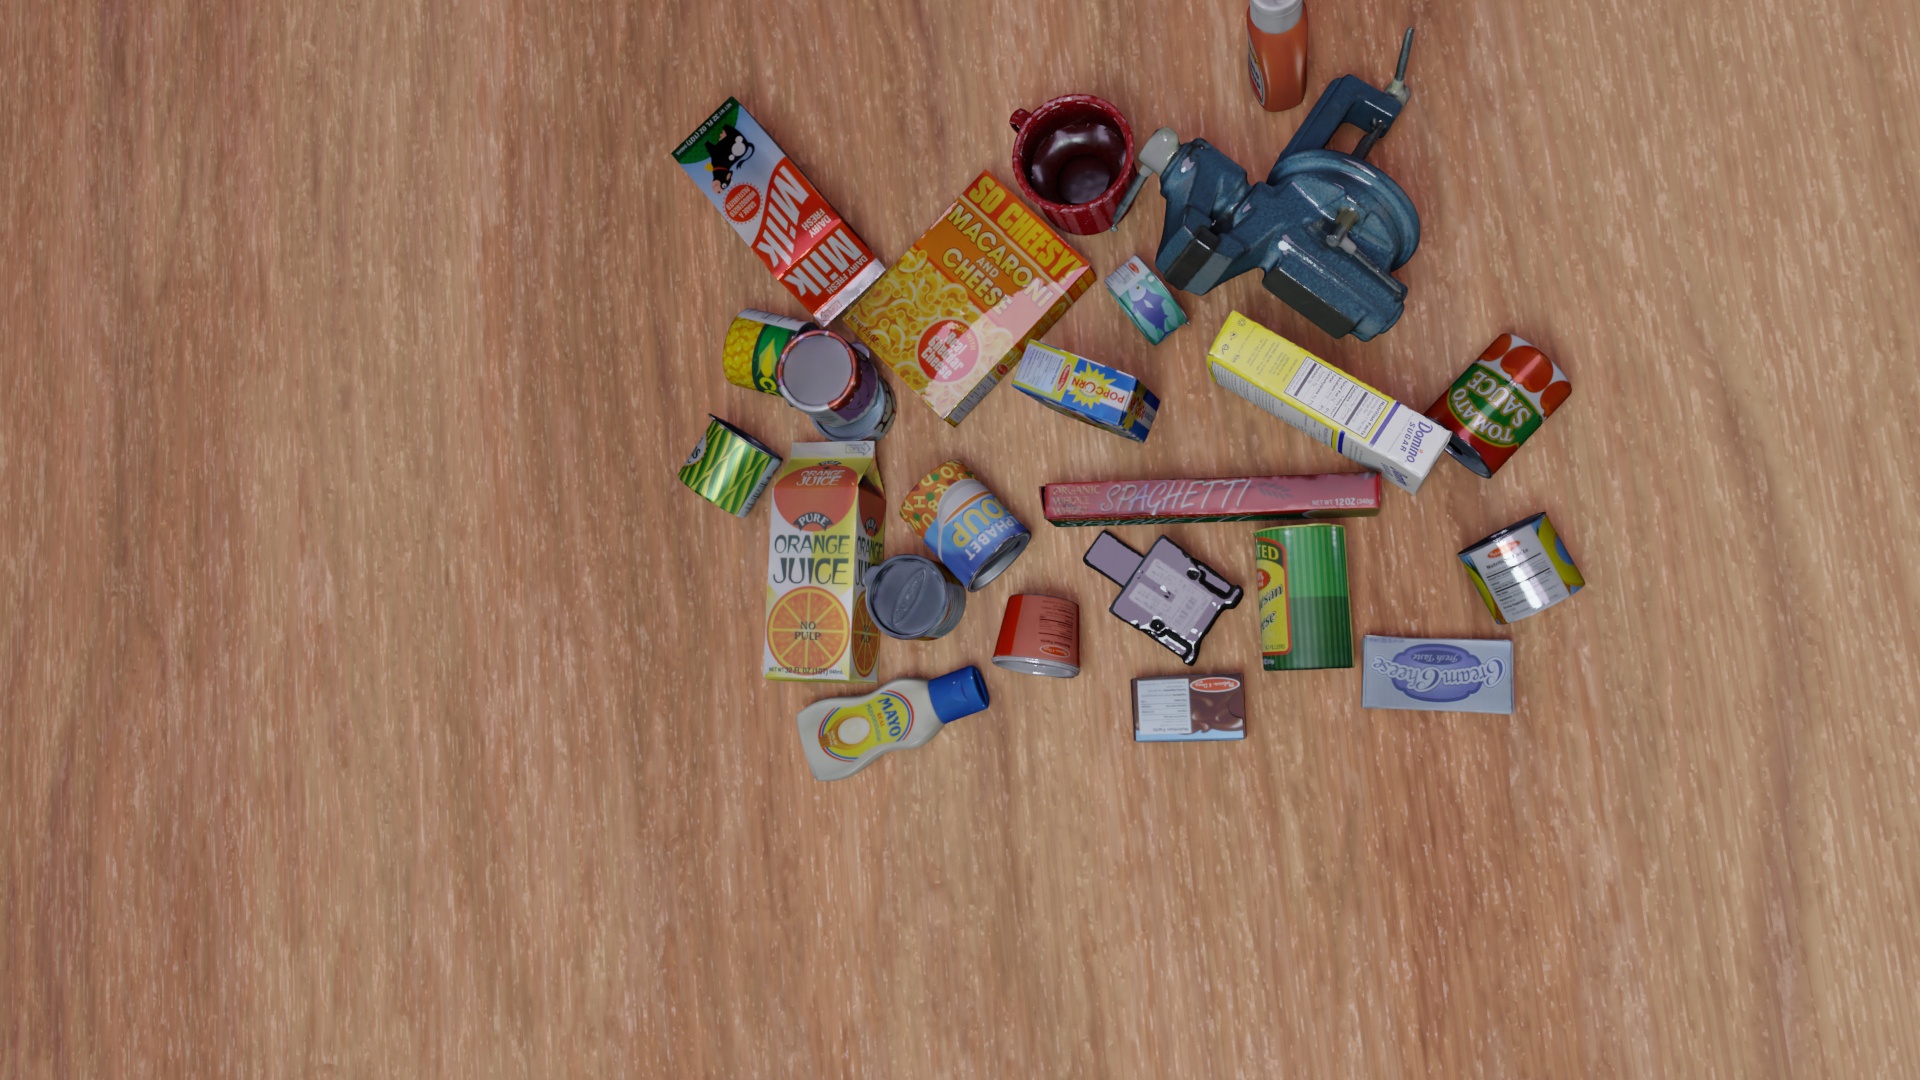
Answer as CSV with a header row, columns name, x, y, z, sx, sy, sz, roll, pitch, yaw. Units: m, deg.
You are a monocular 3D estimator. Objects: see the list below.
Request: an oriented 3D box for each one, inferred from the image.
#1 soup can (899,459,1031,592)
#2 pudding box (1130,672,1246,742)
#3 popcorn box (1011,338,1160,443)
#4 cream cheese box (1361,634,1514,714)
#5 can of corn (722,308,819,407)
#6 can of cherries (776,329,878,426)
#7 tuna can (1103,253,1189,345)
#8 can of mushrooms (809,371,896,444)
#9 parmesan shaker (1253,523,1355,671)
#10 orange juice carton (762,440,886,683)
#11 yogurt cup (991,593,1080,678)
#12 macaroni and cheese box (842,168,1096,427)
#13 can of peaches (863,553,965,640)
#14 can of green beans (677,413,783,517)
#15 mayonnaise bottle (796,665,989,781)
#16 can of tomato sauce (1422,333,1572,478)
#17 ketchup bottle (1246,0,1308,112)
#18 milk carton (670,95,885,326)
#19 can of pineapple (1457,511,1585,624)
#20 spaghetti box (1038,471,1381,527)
name,x,y,z,sx,sy,sz,roll,pitch,yaw
soup can,0.004,-0.013,1.077,0.071,0.071,0.084,-45,75,6
pudding box,0.171,0.126,1.039,0.084,0.030,0.049,-4,82,13
popcorn box,0.096,-0.109,1.036,0.085,0.127,0.038,23,94,16
cream cheese box,0.343,0.097,1.003,0.104,0.024,0.053,1,84,14
can of corn,-0.154,-0.150,1.135,0.058,0.071,0.071,16,88,16
can of cherries,-0.103,-0.129,1.088,0.071,0.058,0.071,-2,82,14
tuna can,0.143,-0.182,1.066,0.033,0.071,0.071,-39,76,8
can of mushrooms,-0.087,-0.112,1.130,0.071,0.033,0.071,-2,83,15
parmesan shaker,0.250,0.042,1.008,0.071,0.071,0.103,-4,83,14
orange juice carton,-0.105,0.016,1.099,0.072,0.073,0.193,0,83,15
yogurt cup,0.060,0.072,1.057,0.072,0.072,0.054,5,77,15
macaroni and cheese box,0.007,-0.194,1.113,0.166,0.040,0.124,-46,75,6
can of peaches,-0.036,0.044,1.086,0.071,0.058,0.071,-2,84,15
can of green beans,-0.188,-0.059,1.133,0.071,0.071,0.058,34,93,15
mayonnaise bottle,-0.052,0.138,1.088,0.148,0.041,0.065,-21,79,11
can of tomato sauce,0.382,-0.097,0.992,0.071,0.071,0.083,44,95,14
ketchup bottle,0.233,-0.373,1.021,0.043,0.149,0.065,-12,81,11
milk carton,-0.144,-0.265,1.142,0.072,0.073,0.191,-42,76,6
can of pineapple,0.394,0.020,0.977,0.071,0.071,0.058,-28,84,10
spaghetti box,0.186,-0.030,1.044,0.250,0.050,0.029,-2,82,14
